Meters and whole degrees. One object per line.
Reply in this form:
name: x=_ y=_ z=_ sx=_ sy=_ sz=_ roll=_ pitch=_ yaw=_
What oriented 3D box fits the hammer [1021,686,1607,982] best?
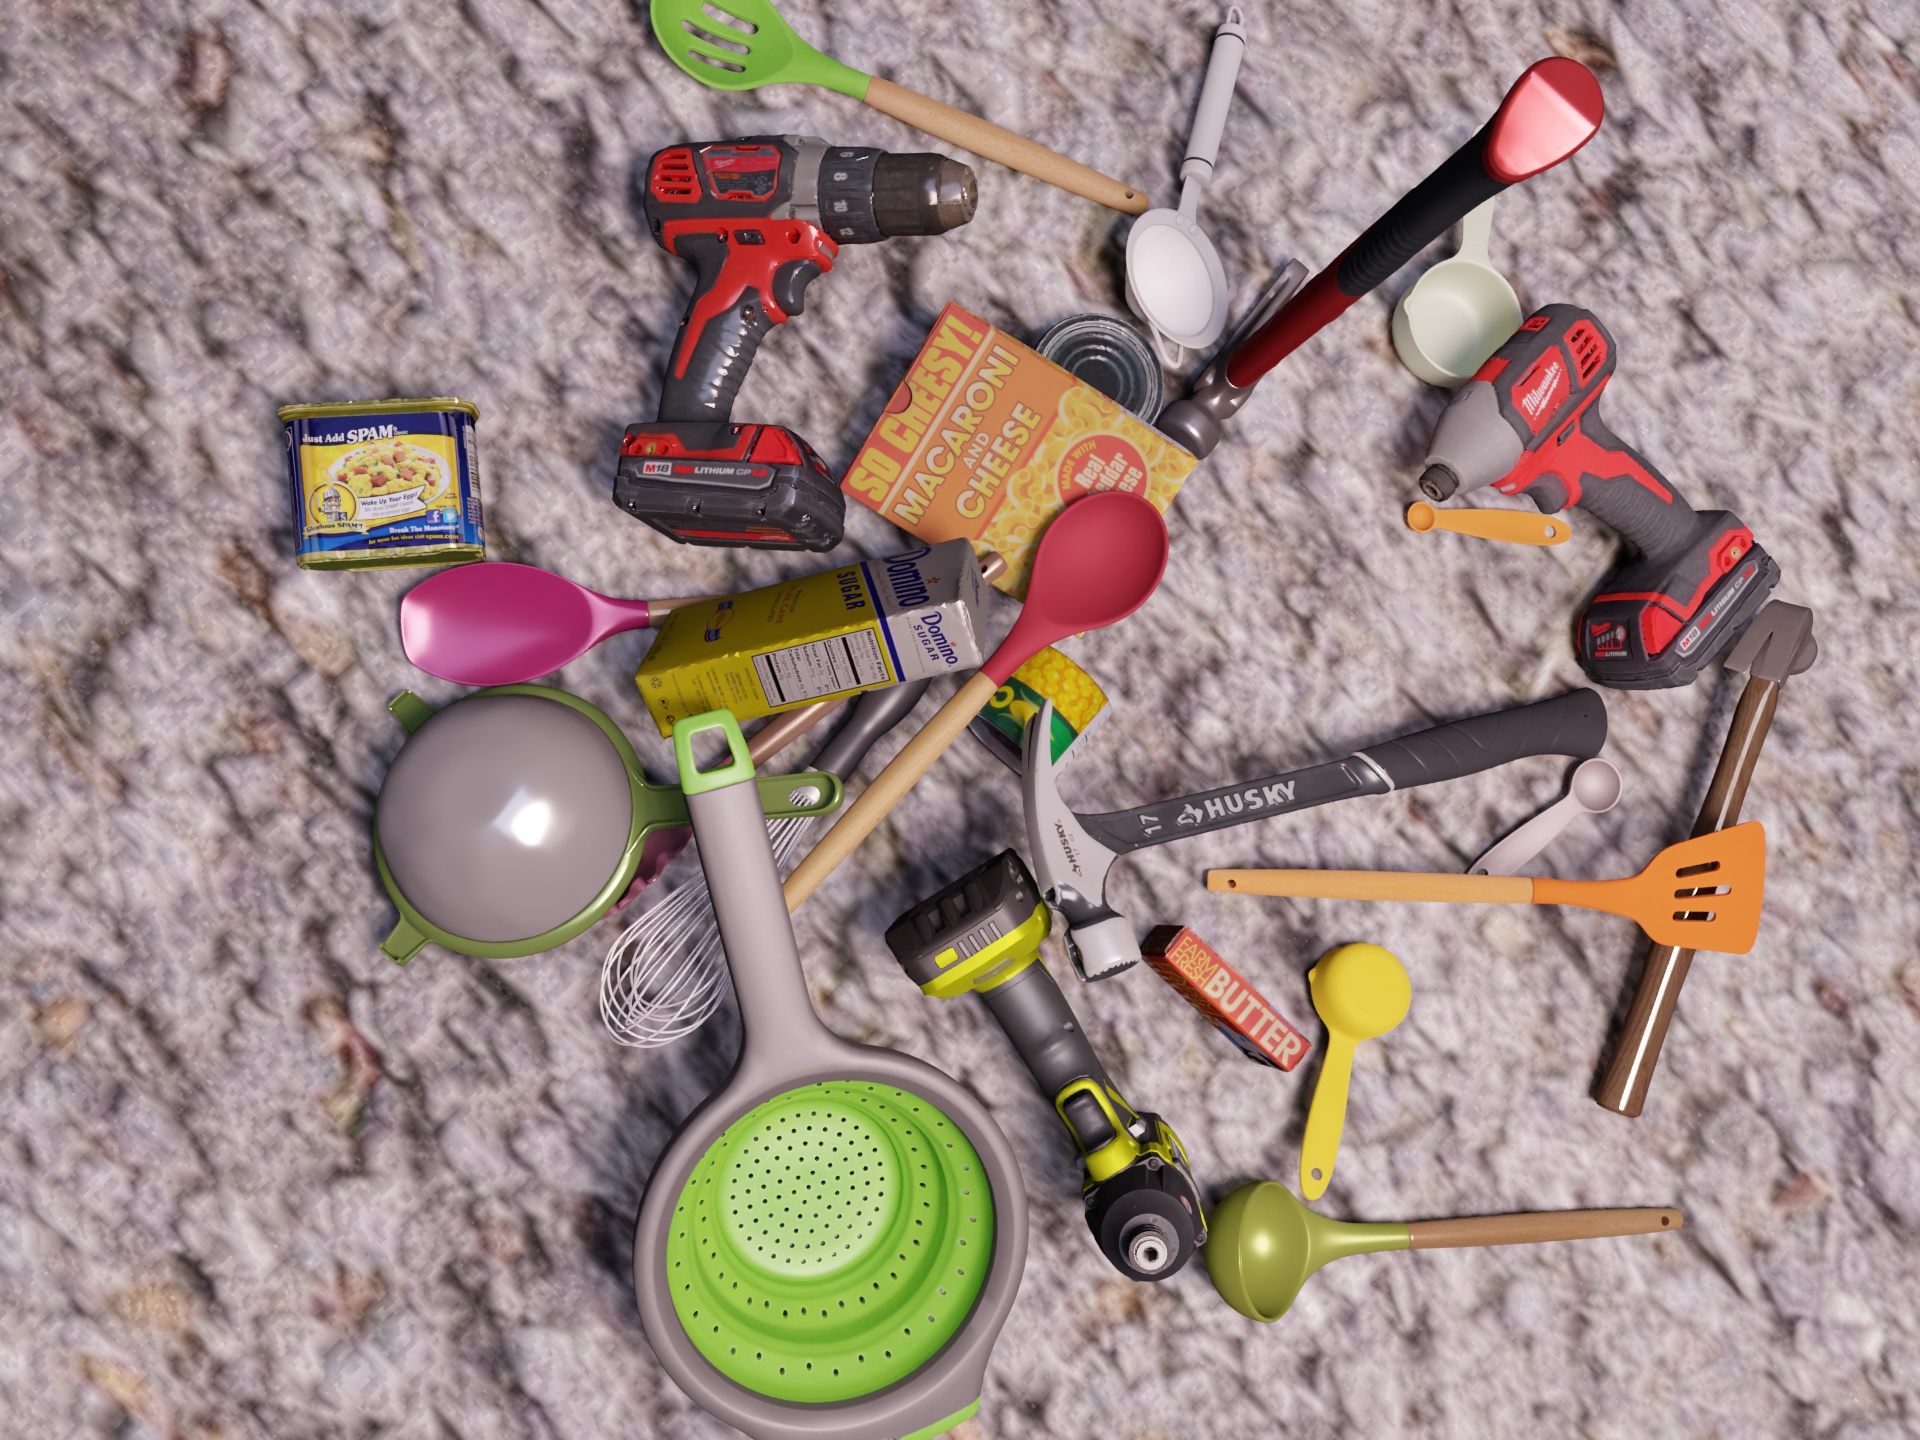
hammer: x=0.217 y=0.029 z=0.910 sx=0.409 sy=0.036 sz=0.149 roll=-11 pitch=70 yaw=-26

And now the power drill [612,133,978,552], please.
power drill: x=-0.092 y=-0.211 z=0.870 sx=0.188 sy=0.080 sz=0.227 roll=5 pitch=82 yaw=16

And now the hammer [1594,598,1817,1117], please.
hammer: x=0.456 y=0.084 z=0.976 sx=0.031 sy=0.130 sz=0.331 roll=19 pitch=89 yaw=33

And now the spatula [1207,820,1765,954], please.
spatula: x=0.308 y=0.097 z=0.935 sx=0.322 sy=0.041 sz=0.081 roll=1 pitch=100 yaw=9

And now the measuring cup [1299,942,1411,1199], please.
measuring cup: x=0.226 y=0.202 z=0.927 sx=0.062 sy=0.029 sz=0.157 roll=24 pitch=64 yaw=-7

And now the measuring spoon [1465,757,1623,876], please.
measuring spoon: x=0.360 y=0.067 z=0.995 sx=0.124 sy=0.018 sz=0.034 roll=-37 pitch=95 yaw=-4

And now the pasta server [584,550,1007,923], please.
pasta server: x=-0.101 y=0.005 z=0.881 sx=0.316 sy=0.040 sz=0.060 roll=-38 pitch=75 yaw=-4

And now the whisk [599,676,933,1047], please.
whisk: x=-0.102 y=0.063 z=0.889 sx=0.070 sy=0.070 sz=0.285 roll=39 pitch=75 yaw=-6

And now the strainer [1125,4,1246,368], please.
strainer: x=0.141 y=-0.326 z=0.970 sx=0.086 sy=0.050 sz=0.258 roll=24 pitch=74 yaw=-34

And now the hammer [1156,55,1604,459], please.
hammer: x=0.207 y=-0.236 z=0.797 sx=0.038 sy=0.386 sz=0.143 roll=40 pitch=80 yaw=-5

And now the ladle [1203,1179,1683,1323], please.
ladle: x=0.293 y=0.306 z=0.941 sx=0.320 sy=0.062 sz=0.078 roll=1 pitch=81 yaw=-13

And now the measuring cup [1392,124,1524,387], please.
measuring cup: x=0.314 y=-0.290 z=1.001 sx=0.083 sy=0.038 sz=0.168 roll=10 pitch=82 yaw=-10

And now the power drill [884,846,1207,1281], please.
power drill: x=0.053 y=0.185 z=0.847 sx=0.080 sy=0.171 sz=0.223 roll=-33 pitch=88 yaw=3

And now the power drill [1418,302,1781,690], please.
power drill: x=0.378 y=-0.127 z=0.964 sx=0.143 sy=0.078 sz=0.219 roll=-45 pitch=102 yaw=-11

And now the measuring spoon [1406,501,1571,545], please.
measuring spoon: x=0.334 y=-0.123 z=1.006 sx=0.117 sy=0.011 sz=0.021 roll=4 pitch=85 yaw=-14

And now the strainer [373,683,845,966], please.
strainer: x=-0.191 y=0.041 z=0.827 sx=0.256 sy=0.069 sz=0.152 roll=-5 pitch=73 yaw=3

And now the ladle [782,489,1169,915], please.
ladle: x=-0.001 y=-0.003 z=0.869 sx=0.069 sy=0.031 sz=0.315 roll=41 pitch=82 yaw=10

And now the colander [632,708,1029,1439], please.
colander: x=-0.092 y=0.186 z=0.837 sx=0.204 sy=0.094 sz=0.397 roll=-15 pitch=98 yaw=-14

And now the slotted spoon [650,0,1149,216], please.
slotted spoon: x=-0.032 y=-0.364 z=0.947 sx=0.313 sy=0.031 sz=0.070 roll=19 pitch=82 yaw=-11

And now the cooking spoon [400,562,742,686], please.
cooking spoon: x=-0.151 y=-0.062 z=0.904 sx=0.319 sy=0.017 sz=0.068 roll=-4 pitch=99 yaw=-11
